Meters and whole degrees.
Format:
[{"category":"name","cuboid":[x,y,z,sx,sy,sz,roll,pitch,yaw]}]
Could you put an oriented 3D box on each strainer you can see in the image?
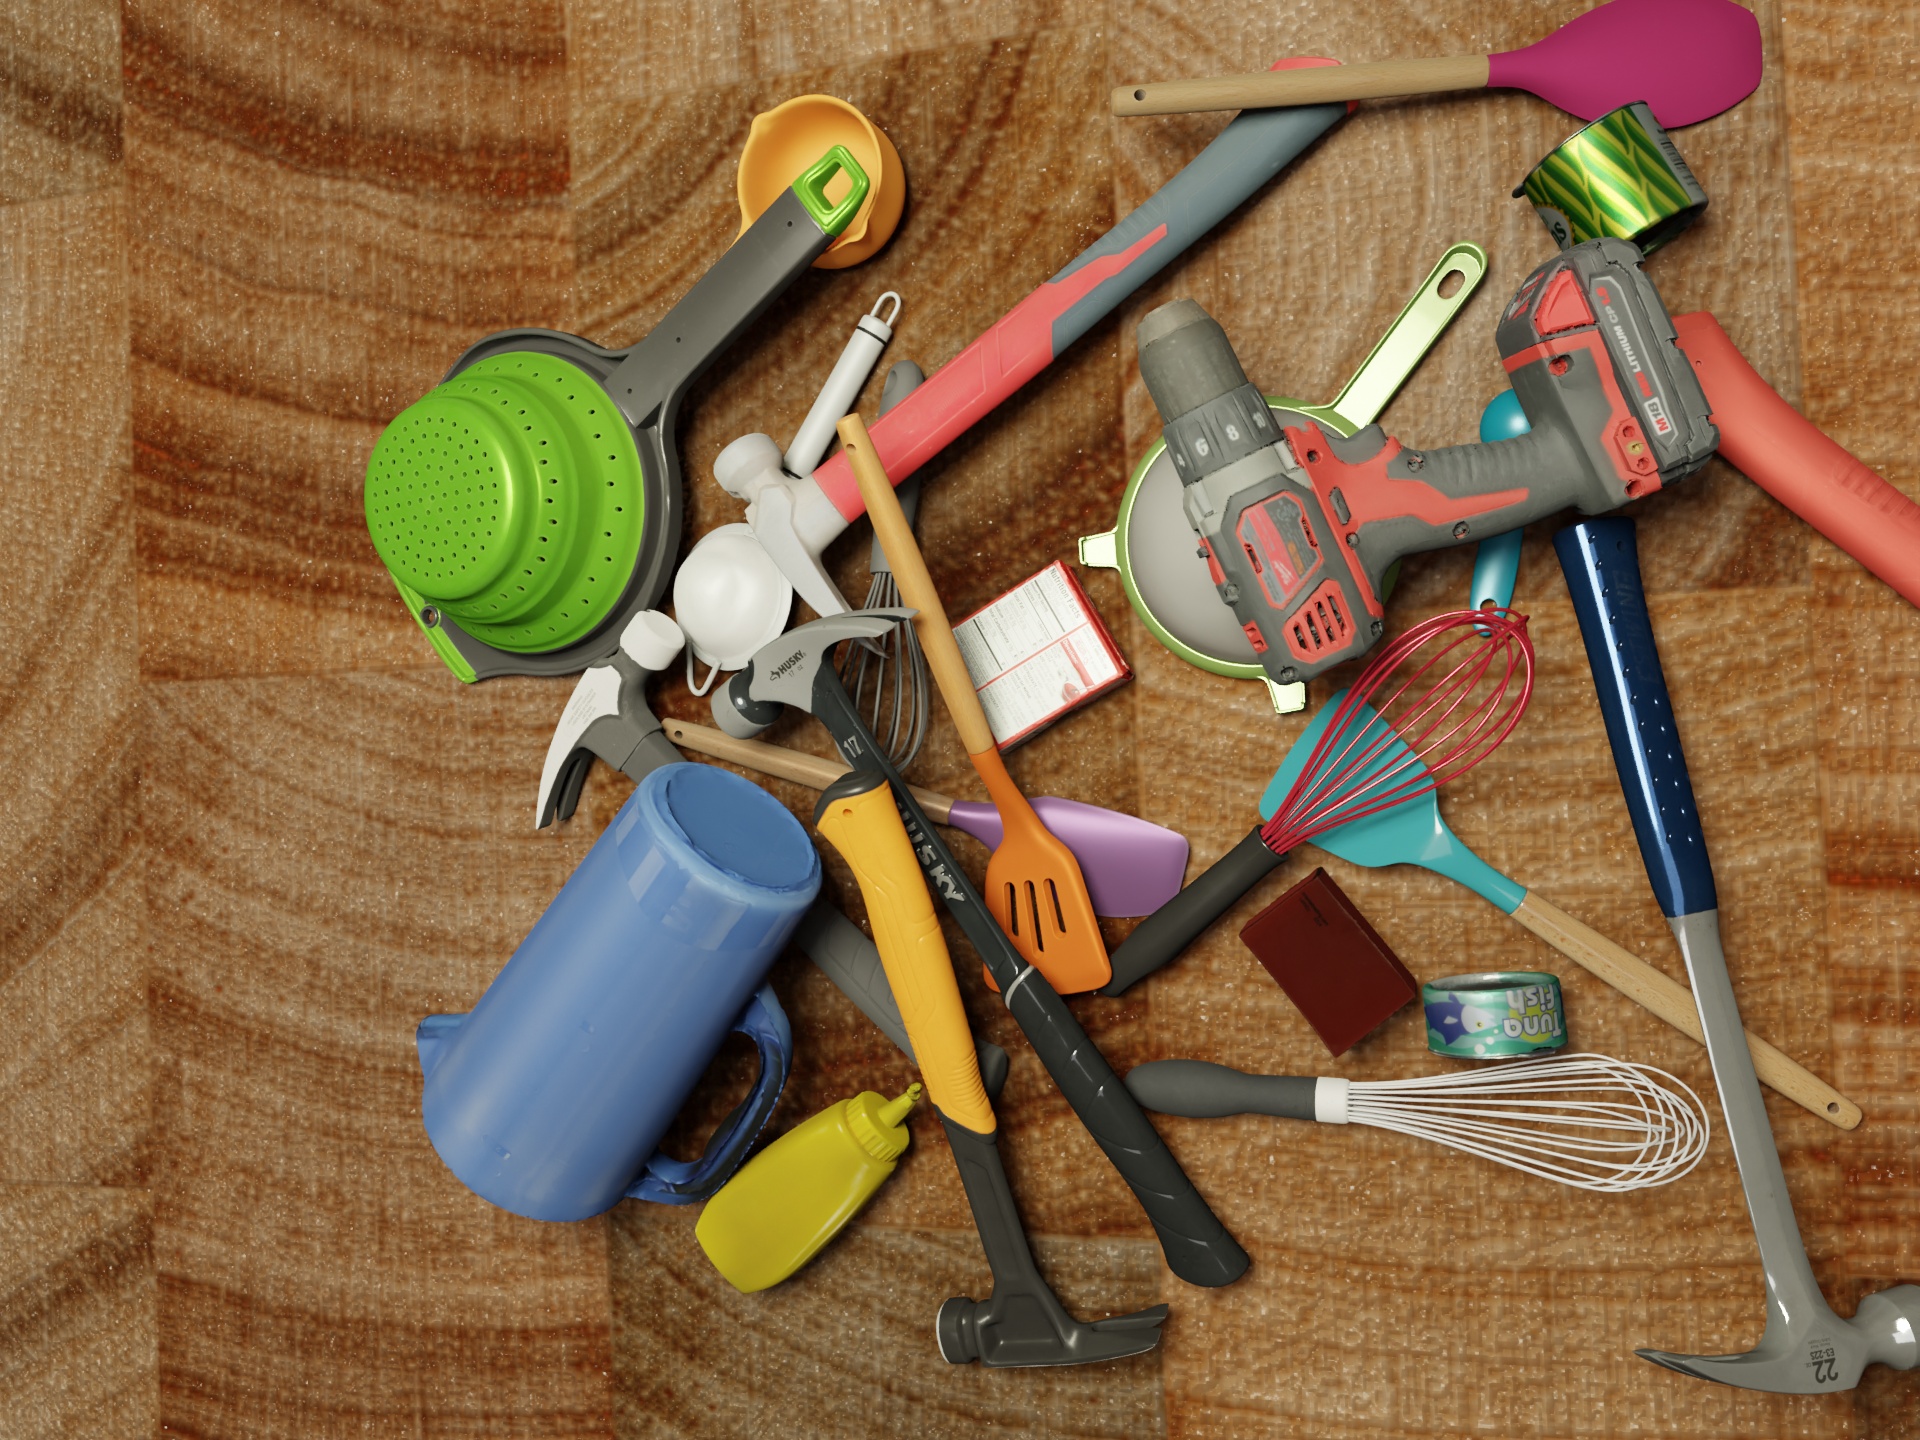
[{"category":"strainer","cuboid":[0.180,-0.138,0.806,0.151,0.069,0.256,39,101,13]},{"category":"strainer","cuboid":[-0.103,-0.131,0.907,0.087,0.050,0.258,33,95,29]}]

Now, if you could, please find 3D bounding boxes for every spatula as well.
[{"category":"spatula","cuboid":[0.301,0.102,0.795,0.317,0.044,0.082,35,98,9]},{"category":"spatula","cuboid":[-0.029,0.047,0.893,0.316,0.018,0.059,16,102,15]},{"category":"spatula","cuboid":[-0.001,-0.003,0.820,0.081,0.041,0.322,-9,112,35]}]

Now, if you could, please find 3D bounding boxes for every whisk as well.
[{"category":"whisk","cuboid":[0.171,0.049,0.799,0.295,0.073,0.073,-46,78,24]},{"category":"whisk","cuboid":[0.221,0.193,0.802,0.284,0.070,0.070,0,90,21]},{"category":"whisk","cuboid":[-0.038,-0.083,0.883,0.055,0.055,0.239,3,86,16]}]

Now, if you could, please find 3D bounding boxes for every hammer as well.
[{"category":"hammer","cuboid":[0.339,0.101,0.740,0.144,0.035,0.406,-7,78,-16]},{"category":"hammer","cuboid":[0.056,-0.199,0.836,0.386,0.038,0.143,-38,75,6]},{"category":"hammer","cuboid":[0.452,-0.060,0.744,0.359,0.036,0.149,43,101,12]},{"category":"hammer","cuboid":[-0.103,0.101,0.898,0.335,0.035,0.146,44,113,9]},{"category":"hammer","cuboid":[0.003,0.183,0.821,0.127,0.034,0.336,-13,102,24]},{"category":"hammer","cuboid":[0.025,0.121,0.828,0.149,0.036,0.409,-34,91,46]}]

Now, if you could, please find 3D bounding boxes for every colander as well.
[{"category":"colander","cuboid":[-0.210,-0.173,0.878,0.397,0.094,0.204,-40,79,22]}]

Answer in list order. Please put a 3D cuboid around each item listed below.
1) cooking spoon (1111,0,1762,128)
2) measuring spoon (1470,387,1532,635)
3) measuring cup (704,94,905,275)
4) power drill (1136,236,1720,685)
[{"category":"cooking spoon","cuboid":[0.235,-0.320,0.789,0.319,0.017,0.069,-4,88,4]},{"category":"measuring spoon","cuboid":[0.276,-0.106,0.802,0.042,0.021,0.128,11,91,16]},{"category":"measuring cup","cuboid":[-0.103,-0.270,0.903,0.173,0.052,0.095,-45,78,19]},{"category":"power drill","cuboid":[0.206,-0.142,0.741,0.226,0.080,0.188,-25,92,4]}]
